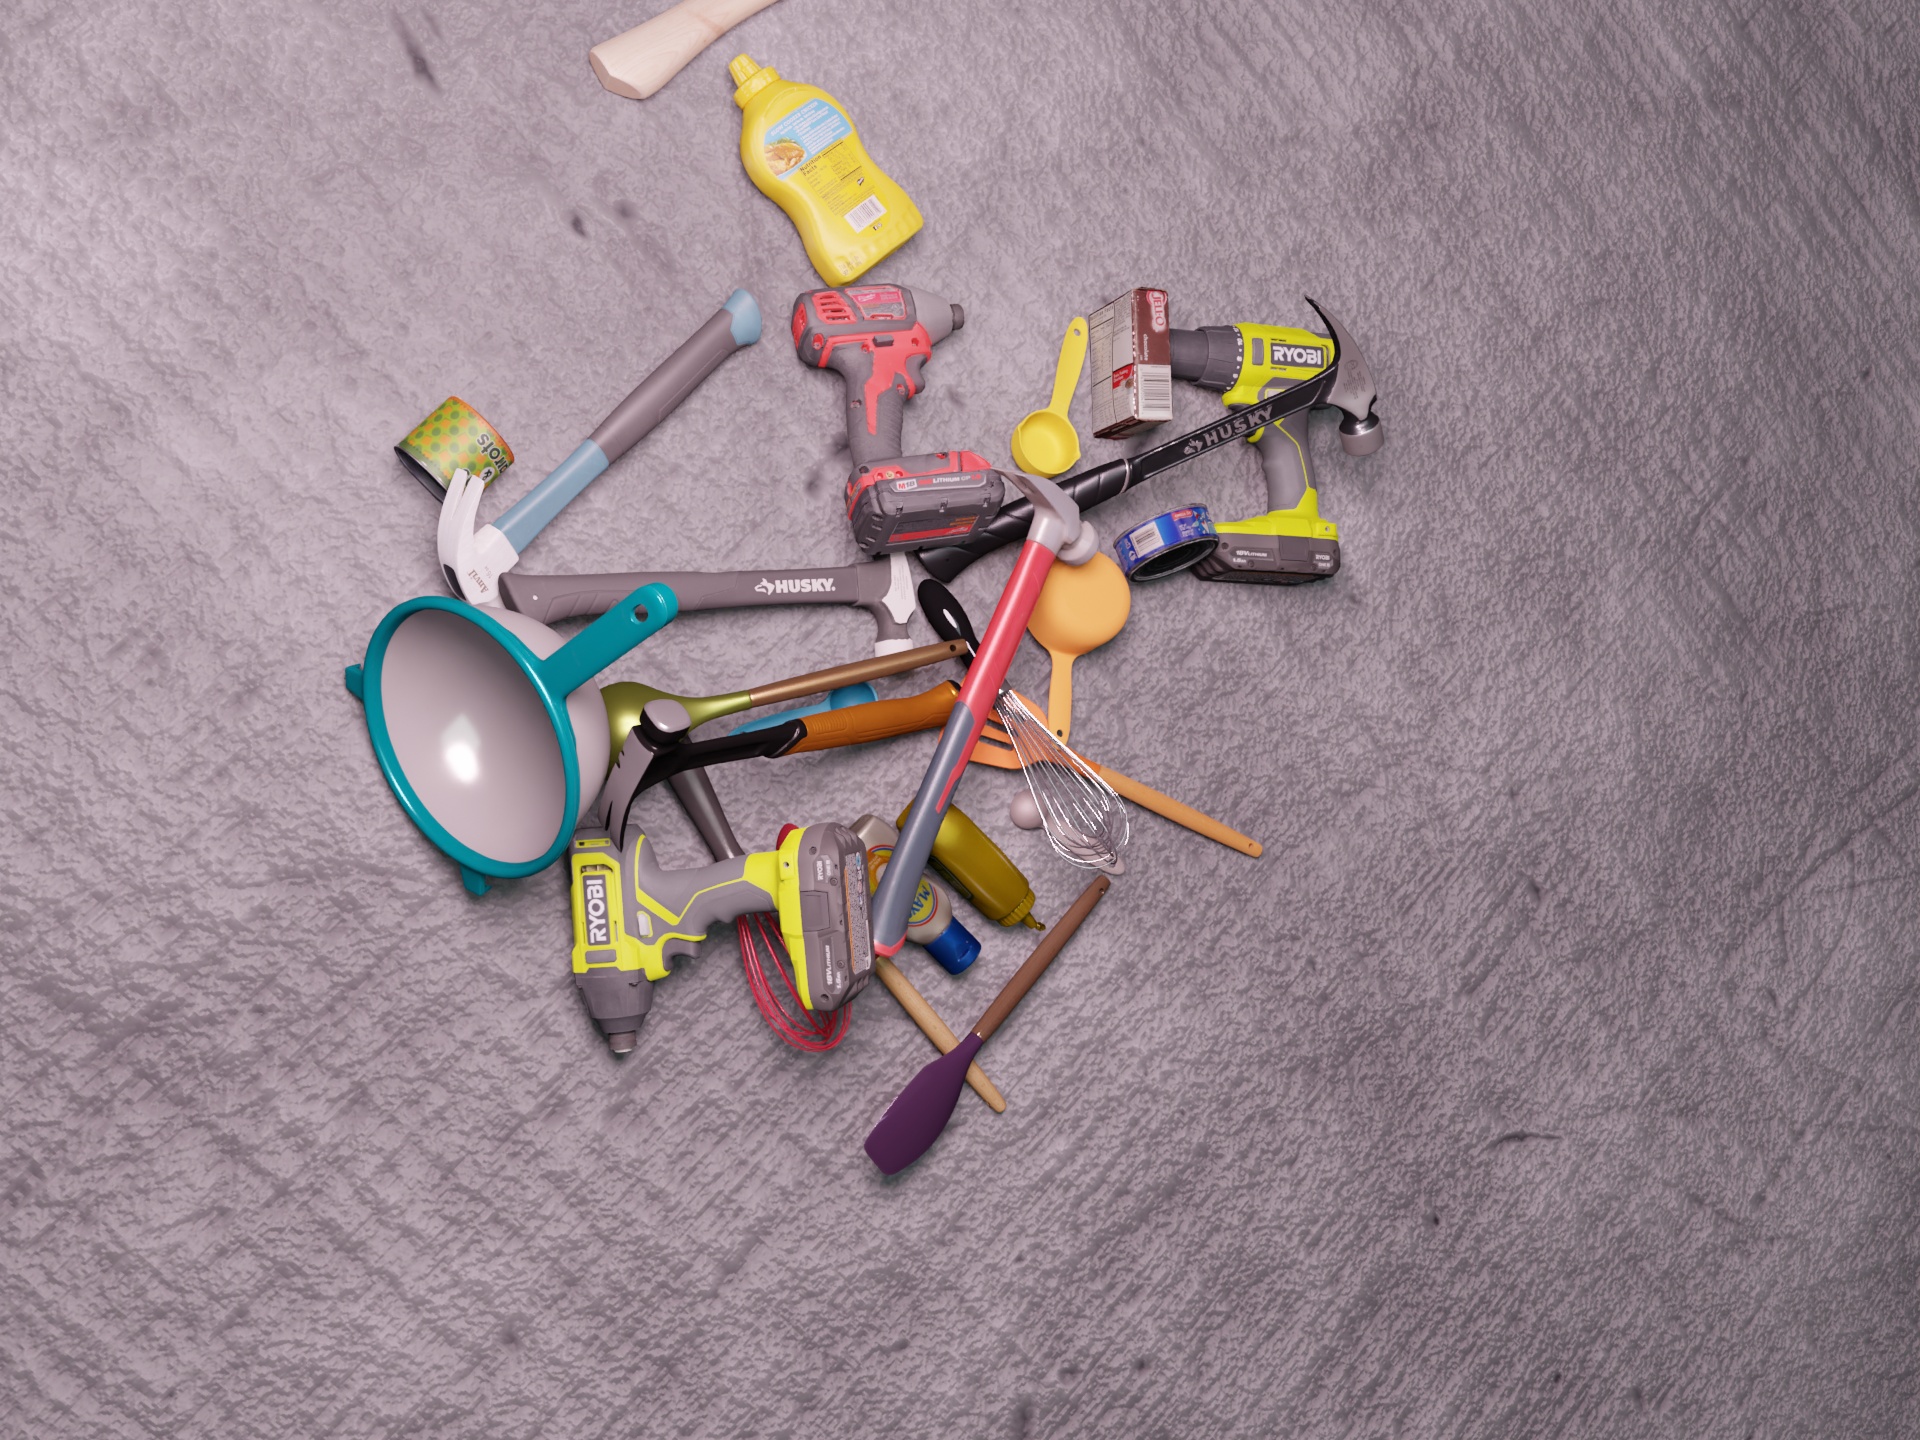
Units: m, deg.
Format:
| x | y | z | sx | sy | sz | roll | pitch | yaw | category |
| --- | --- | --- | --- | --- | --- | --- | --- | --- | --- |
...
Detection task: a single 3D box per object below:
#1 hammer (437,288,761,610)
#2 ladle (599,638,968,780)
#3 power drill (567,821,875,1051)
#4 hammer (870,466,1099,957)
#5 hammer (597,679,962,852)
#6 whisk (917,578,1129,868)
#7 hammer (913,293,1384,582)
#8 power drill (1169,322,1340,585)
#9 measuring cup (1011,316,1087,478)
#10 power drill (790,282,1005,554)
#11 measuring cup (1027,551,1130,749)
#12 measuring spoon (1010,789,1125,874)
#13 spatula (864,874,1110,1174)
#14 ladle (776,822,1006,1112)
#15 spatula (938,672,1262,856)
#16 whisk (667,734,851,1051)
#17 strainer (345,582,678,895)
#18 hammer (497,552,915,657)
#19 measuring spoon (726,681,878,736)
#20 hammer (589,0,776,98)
| x | y | z | sx | sy | sz | roll | pitch | yaw | category |
| --- | --- | --- | --- | --- | --- | --- | --- | --- | --- |
| -0.268 | -0.213 | 1.218 | 0.331 | 0.033 | 0.128 | -49 | 144 | -21 | hammer |
| -0.144 | -0.021 | 1.250 | 0.320 | 0.062 | 0.078 | -15 | 85 | -21 | ladle |
| -0.183 | 0.159 | 1.195 | 0.223 | 0.080 | 0.171 | -5 | 89 | 13 | power drill |
| -0.002 | -0.004 | 1.233 | 0.143 | 0.038 | 0.386 | 33 | 79 | -58 | hammer |
| -0.120 | 0.016 | 1.221 | 0.336 | 0.127 | 0.034 | -12 | 53 | -45 | hammer |
| 0.047 | 0.000 | 1.313 | 0.070 | 0.070 | 0.285 | -32 | 82 | -18 | whisk |
| 0.151 | -0.215 | 1.323 | 0.409 | 0.036 | 0.149 | -24 | 125 | 0 | hammer |
| 0.257 | -0.241 | 1.415 | 0.190 | 0.080 | 0.228 | 2 | 86 | -16 | power drill |
| 0.083 | -0.280 | 1.382 | 0.062 | 0.029 | 0.157 | 22 | 69 | -19 | measuring cup |
| -0.044 | -0.252 | 1.278 | 0.143 | 0.078 | 0.220 | -10 | 73 | -20 | power drill |
| 0.098 | -0.063 | 1.344 | 0.095 | 0.052 | 0.174 | 12 | 72 | -22 | measuring cup |
| 0.097 | 0.100 | 1.375 | 0.124 | 0.018 | 0.034 | 33 | 78 | -18 | measuring spoon |
| 0.030 | 0.247 | 1.325 | 0.316 | 0.018 | 0.059 | -48 | 122 | -24 | spatula |
| -0.055 | 0.210 | 1.301 | 0.031 | 0.069 | 0.315 | -45 | 110 | -24 | ladle |
| 0.133 | 0.053 | 1.390 | 0.322 | 0.041 | 0.081 | 26 | 81 | -22 | spatula |
| -0.171 | 0.128 | 1.256 | 0.073 | 0.073 | 0.296 | -28 | 92 | -19 | whisk |
| -0.281 | -0.023 | 1.109 | 0.095 | 0.340 | 0.211 | -32 | 93 | -52 | strainer |
| -0.190 | -0.107 | 1.239 | 0.334 | 0.035 | 0.146 | -5 | 90 | -30 | hammer |
| -0.130 | -0.002 | 1.297 | 0.128 | 0.021 | 0.042 | -17 | 97 | -11 | measuring spoon |
| -0.127 | -0.630 | 1.300 | 0.410 | 0.038 | 0.146 | -36 | 99 | -17 | hammer |
